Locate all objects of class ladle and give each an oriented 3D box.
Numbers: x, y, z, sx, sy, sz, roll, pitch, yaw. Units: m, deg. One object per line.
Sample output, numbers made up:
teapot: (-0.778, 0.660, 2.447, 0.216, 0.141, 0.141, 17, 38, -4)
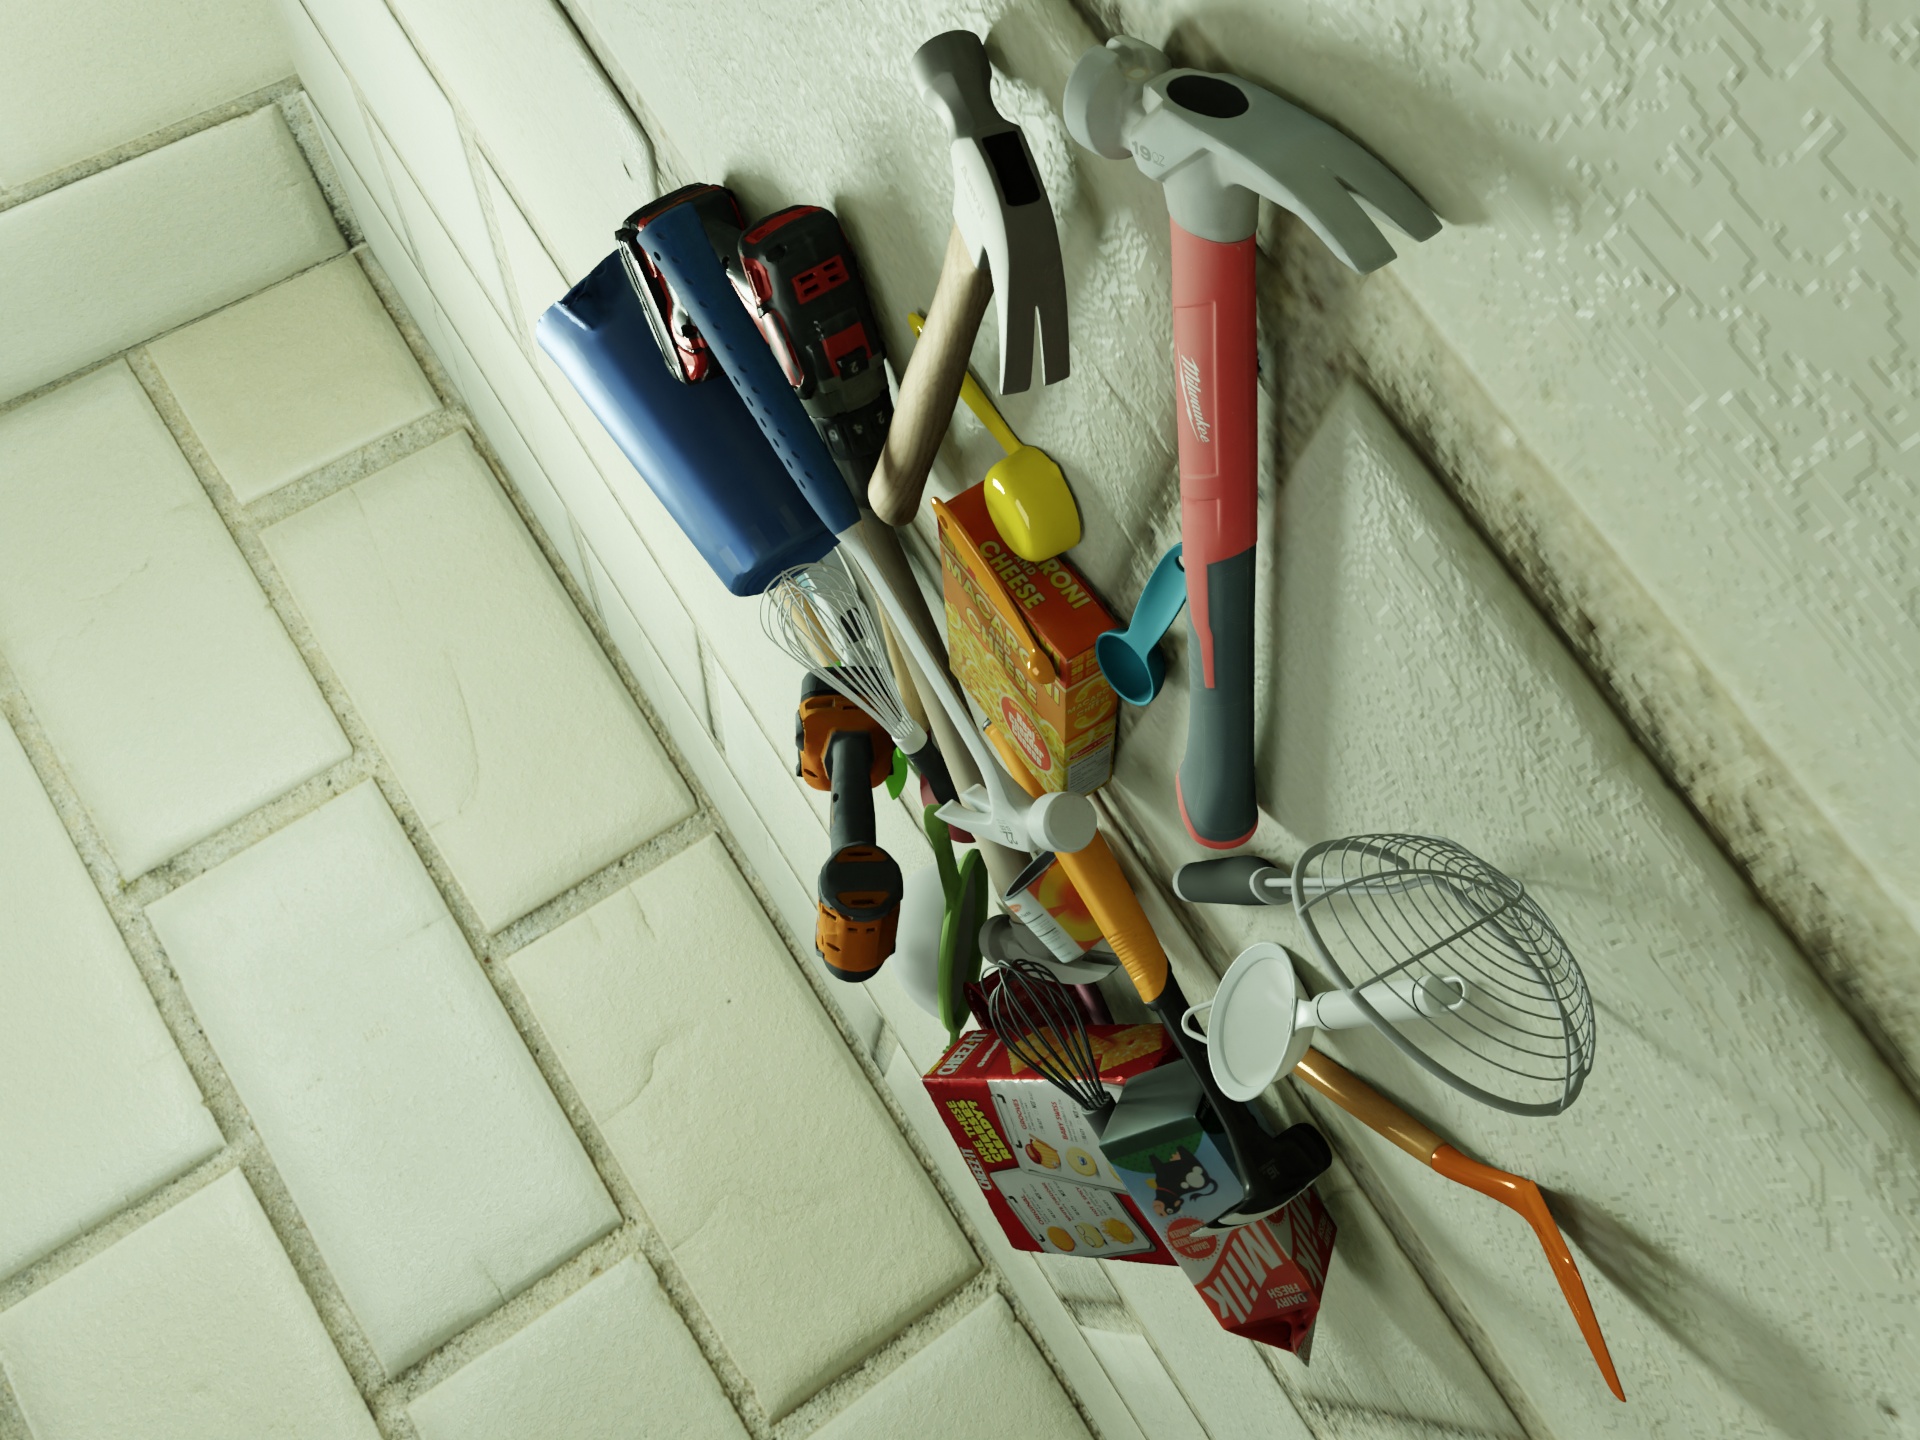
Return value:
ladle: (-0.034, -0.013, 1.223, 0.069, 0.031, 0.315, 49, 160, 44)

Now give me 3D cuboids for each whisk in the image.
whisk: (0.085, 0.248, 1.025, 0.239, 0.055, 0.055, 58, 166, -14)
whisk: (-0.055, -0.008, 1.170, 0.284, 0.070, 0.070, 53, 171, -36)

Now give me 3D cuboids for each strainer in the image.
strainer: (-0.029, 0.144, 1.262, 0.256, 0.069, 0.152, 80, -161, -51)
strainer: (0.183, 0.147, 0.794, 0.258, 0.050, 0.087, 137, 146, -70)

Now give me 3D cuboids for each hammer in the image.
hammer: (-0.009, -0.168, 0.765, 0.331, 0.031, 0.130, 123, 128, -72)
hammer: (0.101, 0.137, 0.949, 0.034, 0.127, 0.337, -39, 72, 33)
hammer: (0.112, -0.062, 0.628, 0.143, 0.038, 0.385, 46, 160, 37)
hammer: (-0.170, -0.171, 1.347, 0.331, 0.033, 0.128, 49, 162, 36)
hammer: (-0.061, -0.098, 0.900, 0.405, 0.035, 0.144, 59, 158, -10)
hammer: (-0.002, -0.003, 1.085, 0.146, 0.038, 0.410, -1, 116, 55)

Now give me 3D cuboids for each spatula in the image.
spatula: (0.220, 0.214, 0.799, 0.081, 0.041, 0.323, 65, 165, -21)

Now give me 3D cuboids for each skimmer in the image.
skimmer: (0.151, 0.100, 0.709, 0.127, 0.090, 0.363, 29, 170, -8)

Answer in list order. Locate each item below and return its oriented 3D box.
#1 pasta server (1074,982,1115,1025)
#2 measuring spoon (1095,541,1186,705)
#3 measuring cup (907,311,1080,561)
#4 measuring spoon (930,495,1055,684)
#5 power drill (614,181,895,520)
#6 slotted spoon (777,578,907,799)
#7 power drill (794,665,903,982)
pasta server: (0.083, 0.163, 1.181, 0.316, 0.040, 0.060, 62, 166, 8)
measuring spoon: (0.096, -0.050, 0.756, 0.042, 0.021, 0.128, 50, 154, 15)
measuring cup: (0.007, -0.147, 0.820, 0.157, 0.029, 0.062, 55, 165, 14)
measuring spoon: (0.014, -0.067, 0.825, 0.117, 0.011, 0.021, 57, 164, 8)
power drill: (-0.112, -0.229, 0.972, 0.227, 0.080, 0.187, 36, 153, 50)
slotted spoon: (-0.125, -0.071, 1.403, 0.314, 0.031, 0.070, 59, 180, 11)
power drill: (-0.086, 0.089, 1.250, 0.164, 0.084, 0.227, 100, 167, -55)
